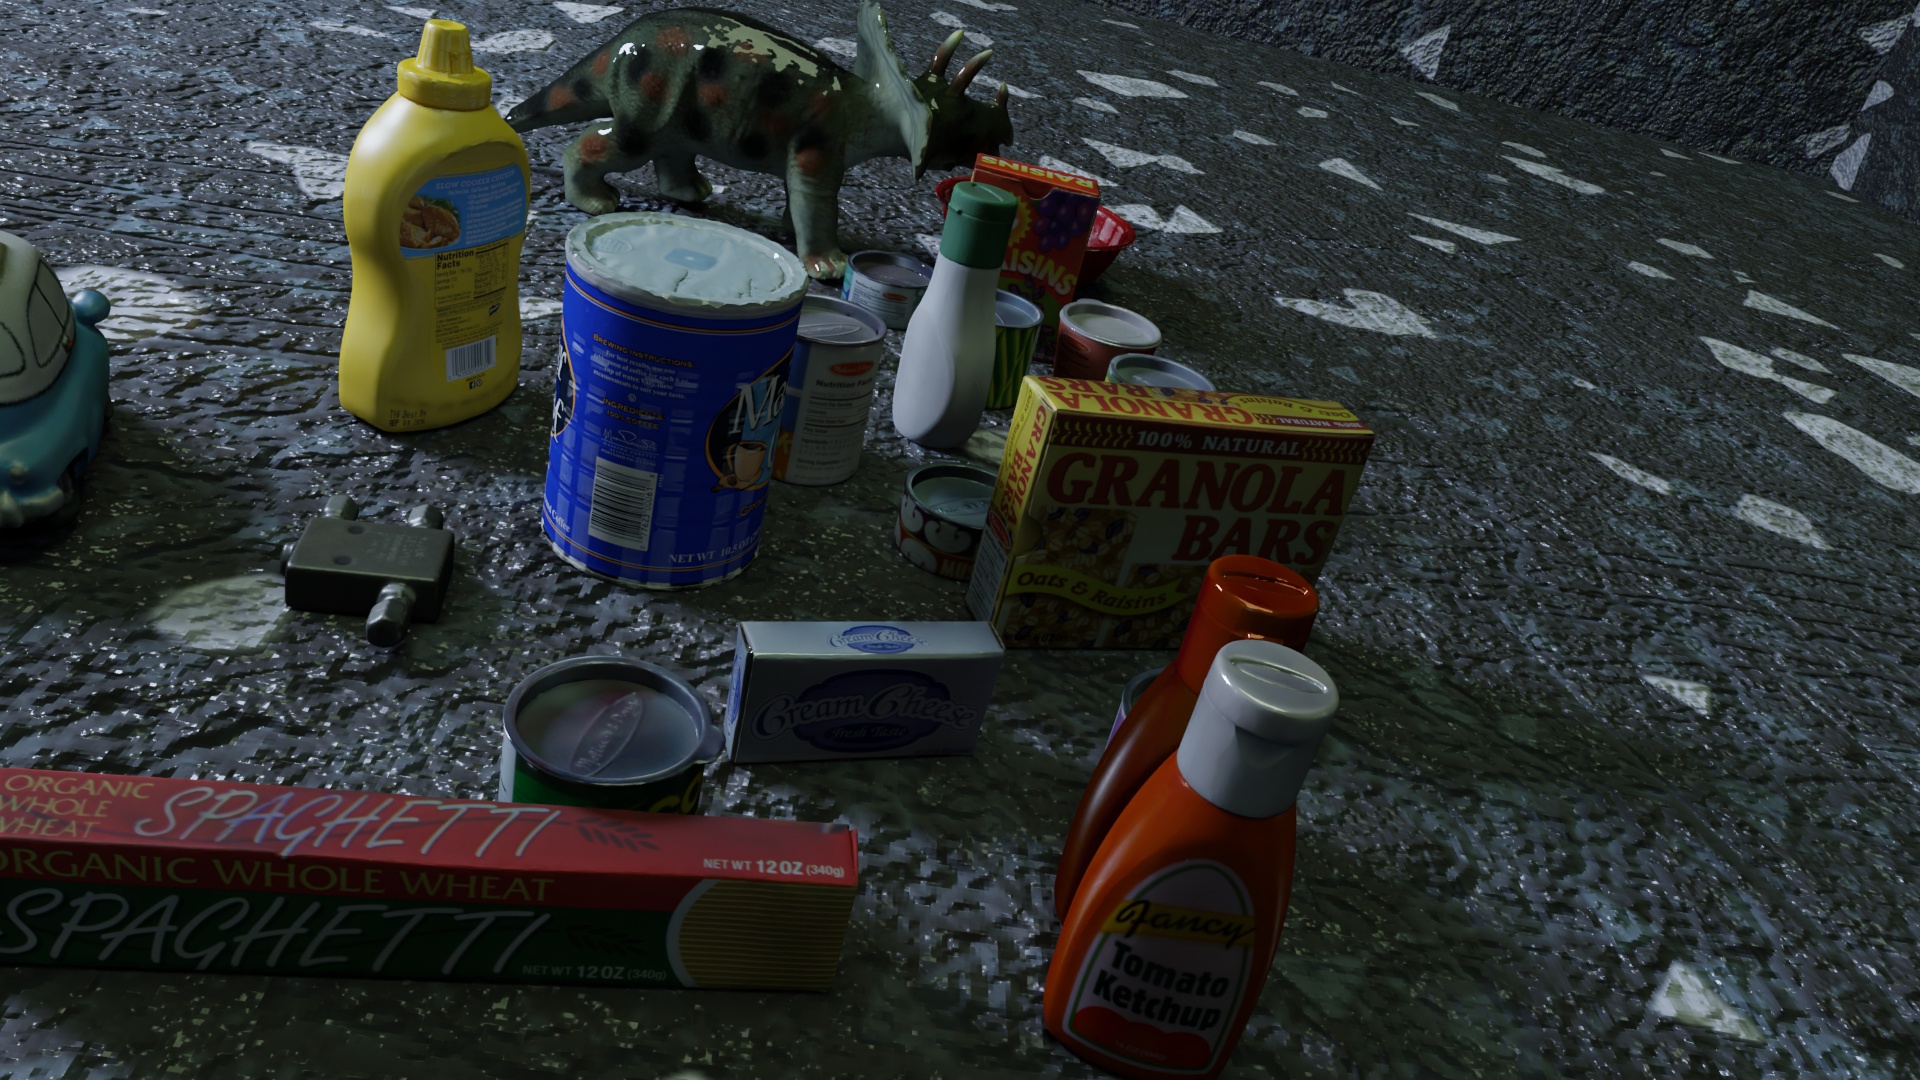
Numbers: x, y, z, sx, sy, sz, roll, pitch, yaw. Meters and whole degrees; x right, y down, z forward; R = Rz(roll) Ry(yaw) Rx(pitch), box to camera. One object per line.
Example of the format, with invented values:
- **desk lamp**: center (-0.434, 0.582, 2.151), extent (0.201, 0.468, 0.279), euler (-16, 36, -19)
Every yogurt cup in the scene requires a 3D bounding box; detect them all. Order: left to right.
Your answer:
- **yogurt cup**: center (0.092, -0.119, 0.912), extent (0.072, 0.053, 0.073), euler (11, 29, -6)

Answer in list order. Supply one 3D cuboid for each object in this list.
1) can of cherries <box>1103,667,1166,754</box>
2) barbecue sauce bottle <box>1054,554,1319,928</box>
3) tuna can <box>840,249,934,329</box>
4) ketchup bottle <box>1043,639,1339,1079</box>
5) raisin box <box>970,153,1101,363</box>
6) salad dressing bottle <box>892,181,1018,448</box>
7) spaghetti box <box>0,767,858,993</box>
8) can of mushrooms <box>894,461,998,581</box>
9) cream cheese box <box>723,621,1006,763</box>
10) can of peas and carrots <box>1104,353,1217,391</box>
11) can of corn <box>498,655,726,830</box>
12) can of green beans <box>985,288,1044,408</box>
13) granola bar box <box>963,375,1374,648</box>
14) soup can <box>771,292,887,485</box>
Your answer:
- **can of cherries**: center (0.088, 0.093, 0.535), extent (0.071, 0.058, 0.072), euler (11, 29, -6)
- **barbecue sauce bottle**: center (0.079, 0.076, 0.468), extent (0.065, 0.147, 0.044), euler (12, 29, -4)
- **tuna can**: center (-0.048, -0.176, 0.968), extent (0.071, 0.032, 0.071), euler (11, 29, -6)
- **ketchup bottle**: center (0.073, 0.099, 0.424), extent (0.065, 0.148, 0.044), euler (16, 29, 3)
- **raisin box**: center (0.038, -0.190, 0.939), extent (0.086, 0.122, 0.040), euler (13, 29, -4)
- **salad dressing bottle**: center (-0.002, -0.126, 0.785), extent (0.044, 0.147, 0.064), euler (-6, 35, -33)
- **spaghetti box**: center (-0.157, 0.104, 0.414), extent (0.250, 0.050, 0.029), euler (7, 30, -14)
- **can of mushrooms**: center (0.002, -0.009, 0.699), extent (0.071, 0.033, 0.071), euler (11, 29, -6)
- **cream cheese box**: center (-0.038, 0.059, 0.543), extent (0.104, 0.053, 0.024), euler (2, 31, -22)
- **can of peas and carrots**: center (0.113, -0.071, 0.833), extent (0.071, 0.058, 0.071), euler (11, 29, -6)
- **can of corn**: center (-0.117, 0.082, 0.462), extent (0.071, 0.058, 0.071), euler (11, 29, -6)
- **can of green beans**: center (0.014, -0.123, 0.879), extent (0.071, 0.057, 0.071), euler (11, 29, -6)
- **granola bar box**: center (0.096, -0.009, 0.649), extent (0.166, 0.123, 0.039), euler (2, 31, -21)
- **soup can**: center (-0.081, -0.082, 0.738), extent (0.071, 0.083, 0.072), euler (11, 29, -6)
